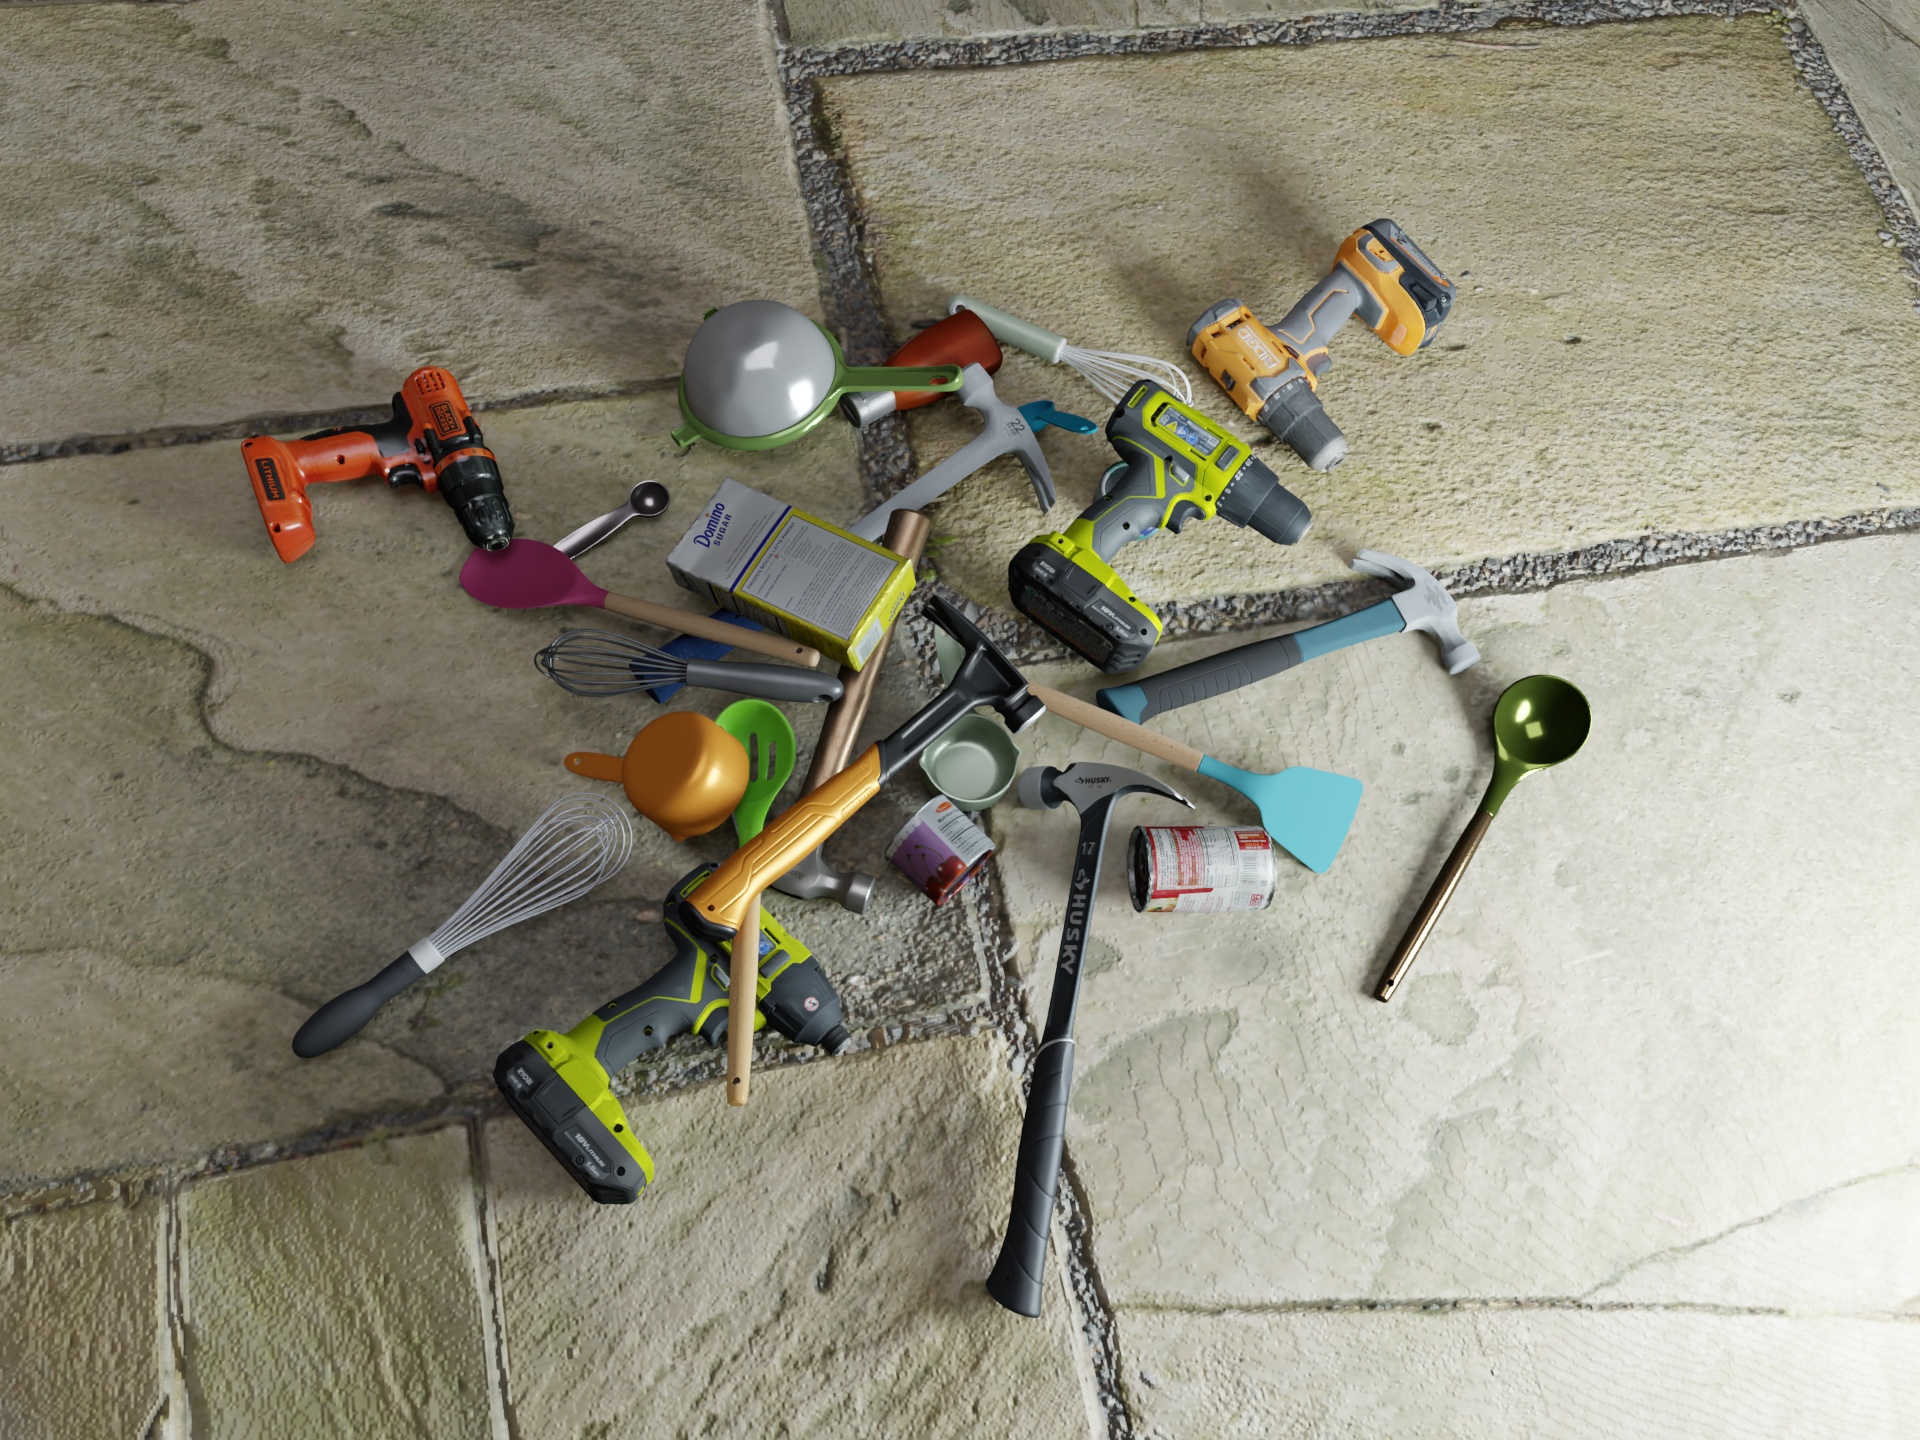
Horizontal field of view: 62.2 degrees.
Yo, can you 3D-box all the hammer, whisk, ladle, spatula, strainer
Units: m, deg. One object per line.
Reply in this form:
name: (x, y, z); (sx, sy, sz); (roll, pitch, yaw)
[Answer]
hammer: (0.272, -0.056, 1.348); (0.331, 0.033, 0.128); (-18, 70, -14)
hammer: (-0.089, -0.019, 1.265); (0.130, 0.031, 0.331); (16, 73, 4)
whisk: (0.098, -0.335, 1.450); (0.246, 0.057, 0.059); (25, 31, 8)
whisk: (-0.365, 0.151, 1.167); (0.284, 0.070, 0.070); (-37, 75, -16)
hammer: (-0.083, 0.041, 1.183); (0.127, 0.034, 0.337); (48, 59, 2)
whisk: (-0.209, -0.035, 1.232); (0.239, 0.055, 0.055); (7, 65, -2)
ladle: (0.417, 0.093, 1.288); (0.078, 0.062, 0.320); (33, 69, 11)
hammer: (-0.095, -0.141, 1.332); (0.405, 0.035, 0.144); (-37, 87, -18)
spatula: (0.168, 0.026, 1.283); (0.317, 0.044, 0.082); (24, 90, 6)
hammer: (0.078, 0.223, 1.169); (0.149, 0.036, 0.409); (-5, 65, 38)
strainer: (-0.127, -0.308, 1.358); (0.256, 0.069, 0.152); (3, 63, 12)

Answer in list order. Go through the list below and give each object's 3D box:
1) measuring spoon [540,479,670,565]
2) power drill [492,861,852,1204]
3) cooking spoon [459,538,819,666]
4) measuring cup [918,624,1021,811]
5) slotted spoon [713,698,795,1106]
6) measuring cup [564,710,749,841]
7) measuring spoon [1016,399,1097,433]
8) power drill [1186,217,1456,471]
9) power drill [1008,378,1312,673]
measuring spoon: (-0.299, -0.160, 1.338); (0.124, 0.018, 0.034); (-34, 74, -13)
power drill: (-0.202, 0.230, 1.139); (0.171, 0.080, 0.223); (43, 65, 13)
cooking spoon: (-0.259, -0.089, 1.273); (0.319, 0.017, 0.069); (16, 63, 15)
measuring cup: (-0.002, -0.004, 1.290); (0.083, 0.038, 0.168); (-7, 65, -10)
slotted spoon: (-0.156, 0.125, 1.154); (0.070, 0.031, 0.314); (-4, 59, 2)
measuring cup: (-0.244, 0.032, 1.195); (0.174, 0.052, 0.095); (7, 68, 27)
measuring spoon: (0.085, -0.255, 1.385); (0.042, 0.021, 0.129); (-27, 29, -17)
power drill: (0.348, -0.342, 1.464); (0.226, 0.084, 0.185); (-33, 74, -15)
power drill: (0.166, -0.154, 1.324); (0.190, 0.080, 0.228); (37, 72, 7)
